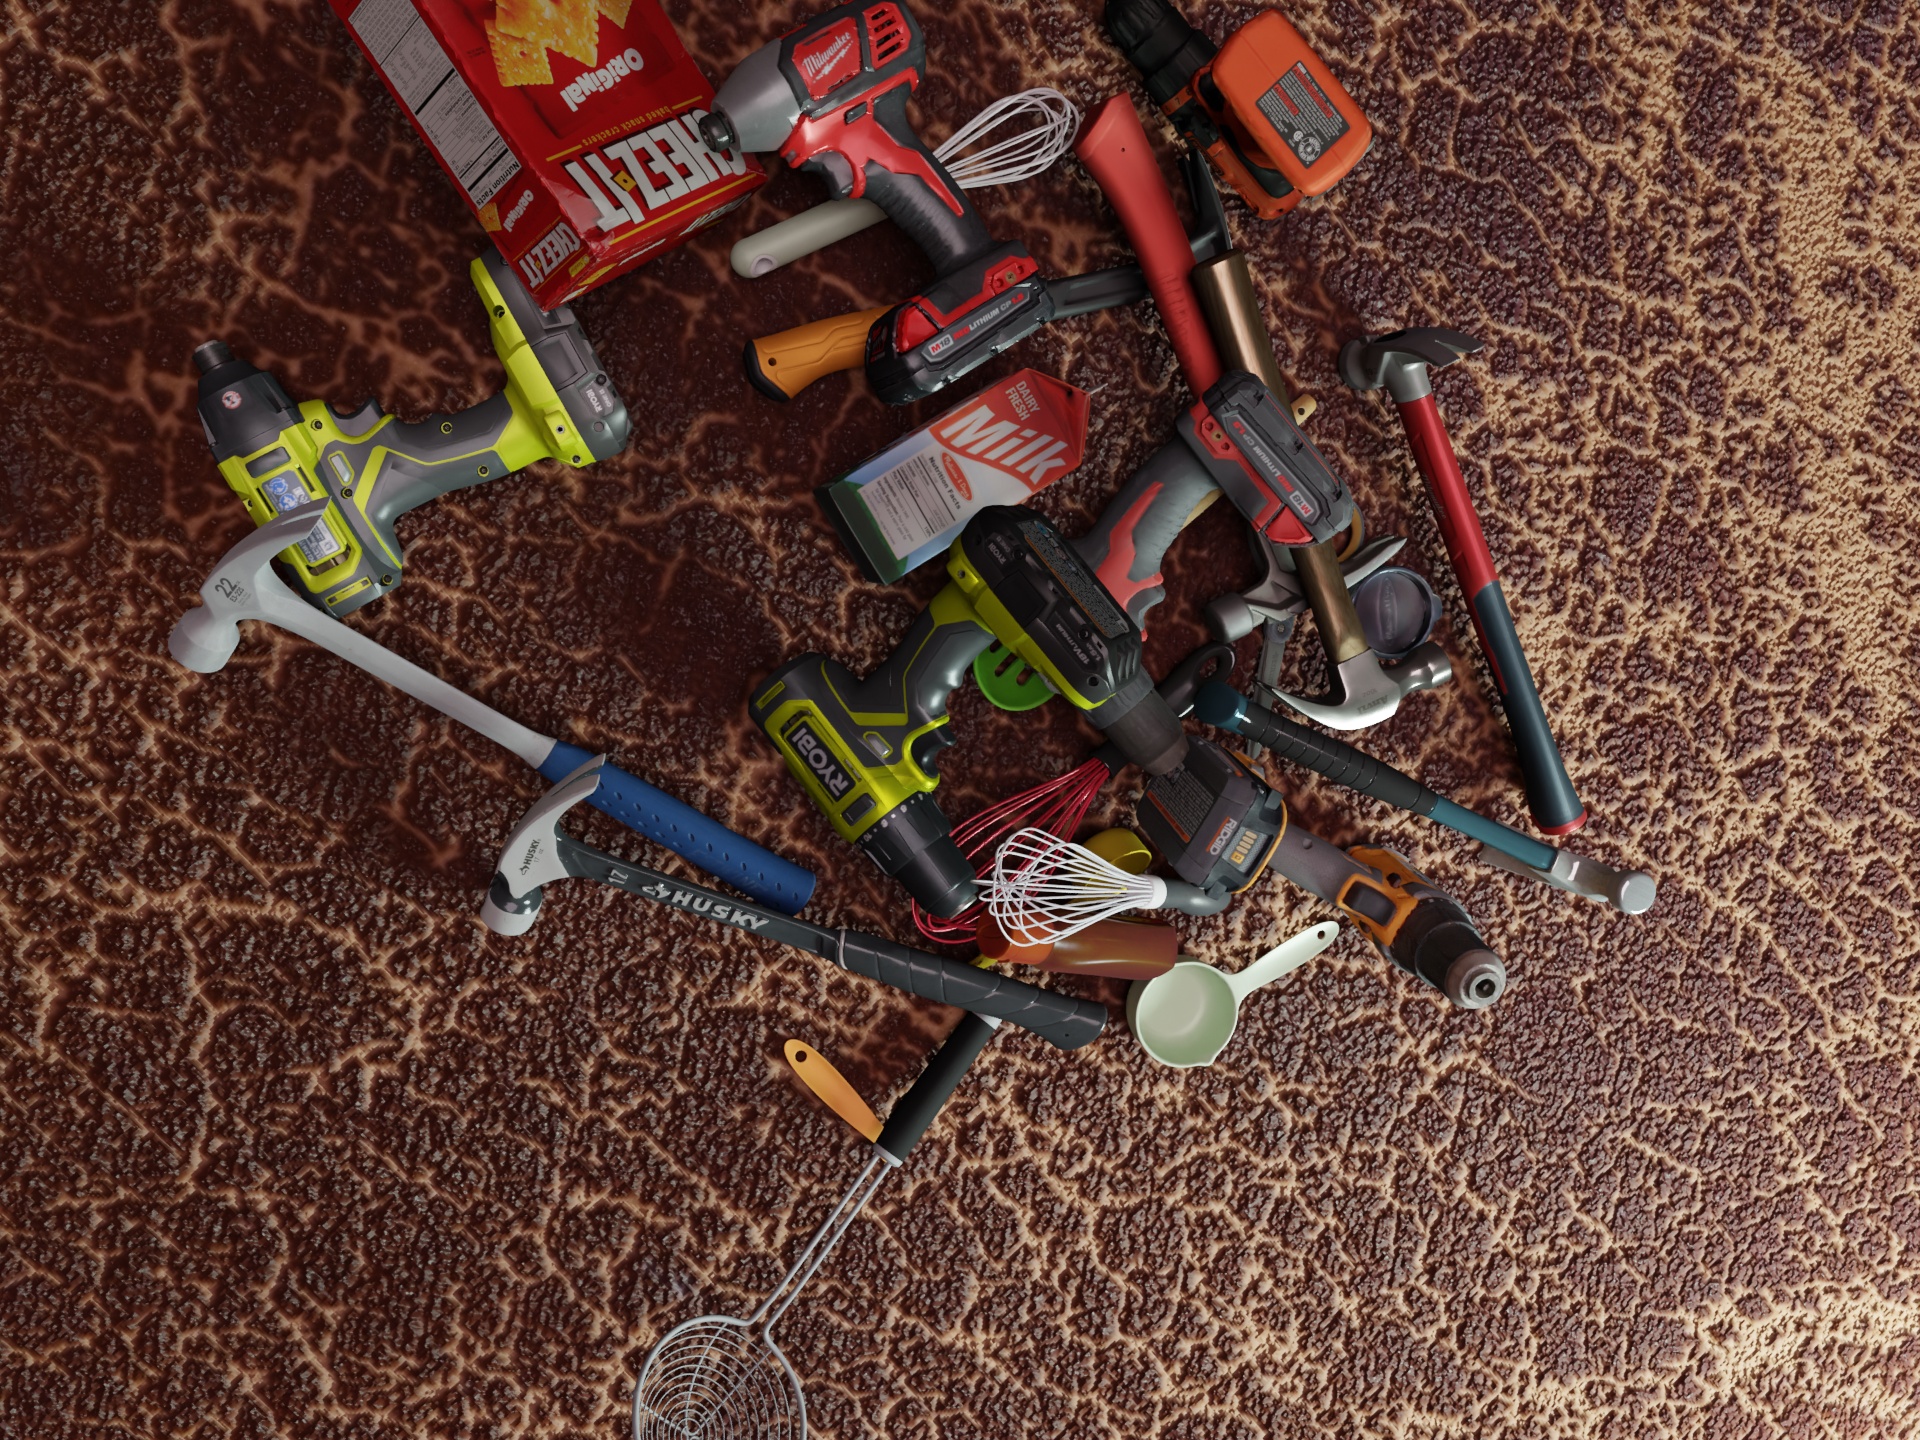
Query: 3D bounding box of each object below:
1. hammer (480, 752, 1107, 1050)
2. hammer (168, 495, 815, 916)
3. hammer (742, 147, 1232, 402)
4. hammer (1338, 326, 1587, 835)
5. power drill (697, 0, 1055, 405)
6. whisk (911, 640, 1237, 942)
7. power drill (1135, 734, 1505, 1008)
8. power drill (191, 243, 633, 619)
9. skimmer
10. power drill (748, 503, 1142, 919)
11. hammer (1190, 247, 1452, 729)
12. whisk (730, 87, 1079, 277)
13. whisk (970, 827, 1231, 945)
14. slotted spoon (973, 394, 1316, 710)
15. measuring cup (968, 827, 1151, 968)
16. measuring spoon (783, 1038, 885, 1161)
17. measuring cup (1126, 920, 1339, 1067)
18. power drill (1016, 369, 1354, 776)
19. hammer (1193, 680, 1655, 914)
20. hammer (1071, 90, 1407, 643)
[{"bbox_3d":[-0.090,0.137,1.023,0.408,0.036,0.149,20,127,-16],"label":"hammer"},{"bbox_3d":[-0.259,0.012,0.967,0.405,0.035,0.144,33,125,-23],"label":"hammer"},{"bbox_3d":[0.021,-0.276,1.041,0.337,0.034,0.127,-16,101,-11],"label":"hammer"},{"bbox_3d":[0.370,-0.087,1.104,0.038,0.143,0.386,-27,106,-6],"label":"hammer"},{"bbox_3d":[-0.051,-0.308,0.952,0.143,0.078,0.219,-34,105,-15],"label":"power drill"},{"bbox_3d":[0.082,0.043,1.083,0.296,0.073,0.073,-41,104,-13],"label":"whisk"},{"bbox_3d":[0.244,0.107,1.057,0.226,0.185,0.084,27,101,-17],"label":"power drill"},{"bbox_3d":[-0.325,-0.184,0.946,0.223,0.080,0.171,-29,103,-6],"label":"power drill"},{"bbox_3d":[-0.076,0.342,1.037,0.127,0.090,0.363,40,78,-14],"label":"skimmer"},{"bbox_3d":[-0.002,-0.003,0.982,0.228,0.080,0.190,-41,84,24],"label":"power drill"},{"bbox_3d":[0.219,-0.145,1.046,0.130,0.031,0.331,-26,107,-10],"label":"hammer"},{"bbox_3d":[-0.035,-0.342,1.018,0.246,0.057,0.059,-27,68,-7],"label":"whisk"},{"bbox_3d":[0.104,0.109,1.027,0.284,0.070,0.070,10,95,-53],"label":"whisk"},{"bbox_3d":[0.129,-0.121,1.089,0.314,0.031,0.070,-41,104,-8],"label":"slotted spoon"},{"bbox_3d":[0.059,0.125,1.097,0.156,0.062,0.029,-34,61,5],"label":"measuring cup"},{"bbox_3d":[-0.080,0.260,1.091,0.021,0.011,0.117,-45,101,-13],"label":"measuring spoon"},{"bbox_3d":[0.193,0.183,1.134,0.167,0.038,0.083,-27,102,-11],"label":"measuring cup"},{"bbox_3d":[0.138,-0.089,1.004,0.226,0.080,0.188,-38,95,20],"label":"power drill"},{"bbox_3d":[0.312,0.051,1.105,0.331,0.128,0.033,24,90,-12],"label":"hammer"},{"bbox_3d":[0.171,-0.238,1.048,0.149,0.037,0.359,-28,107,-9],"label":"hammer"}]
